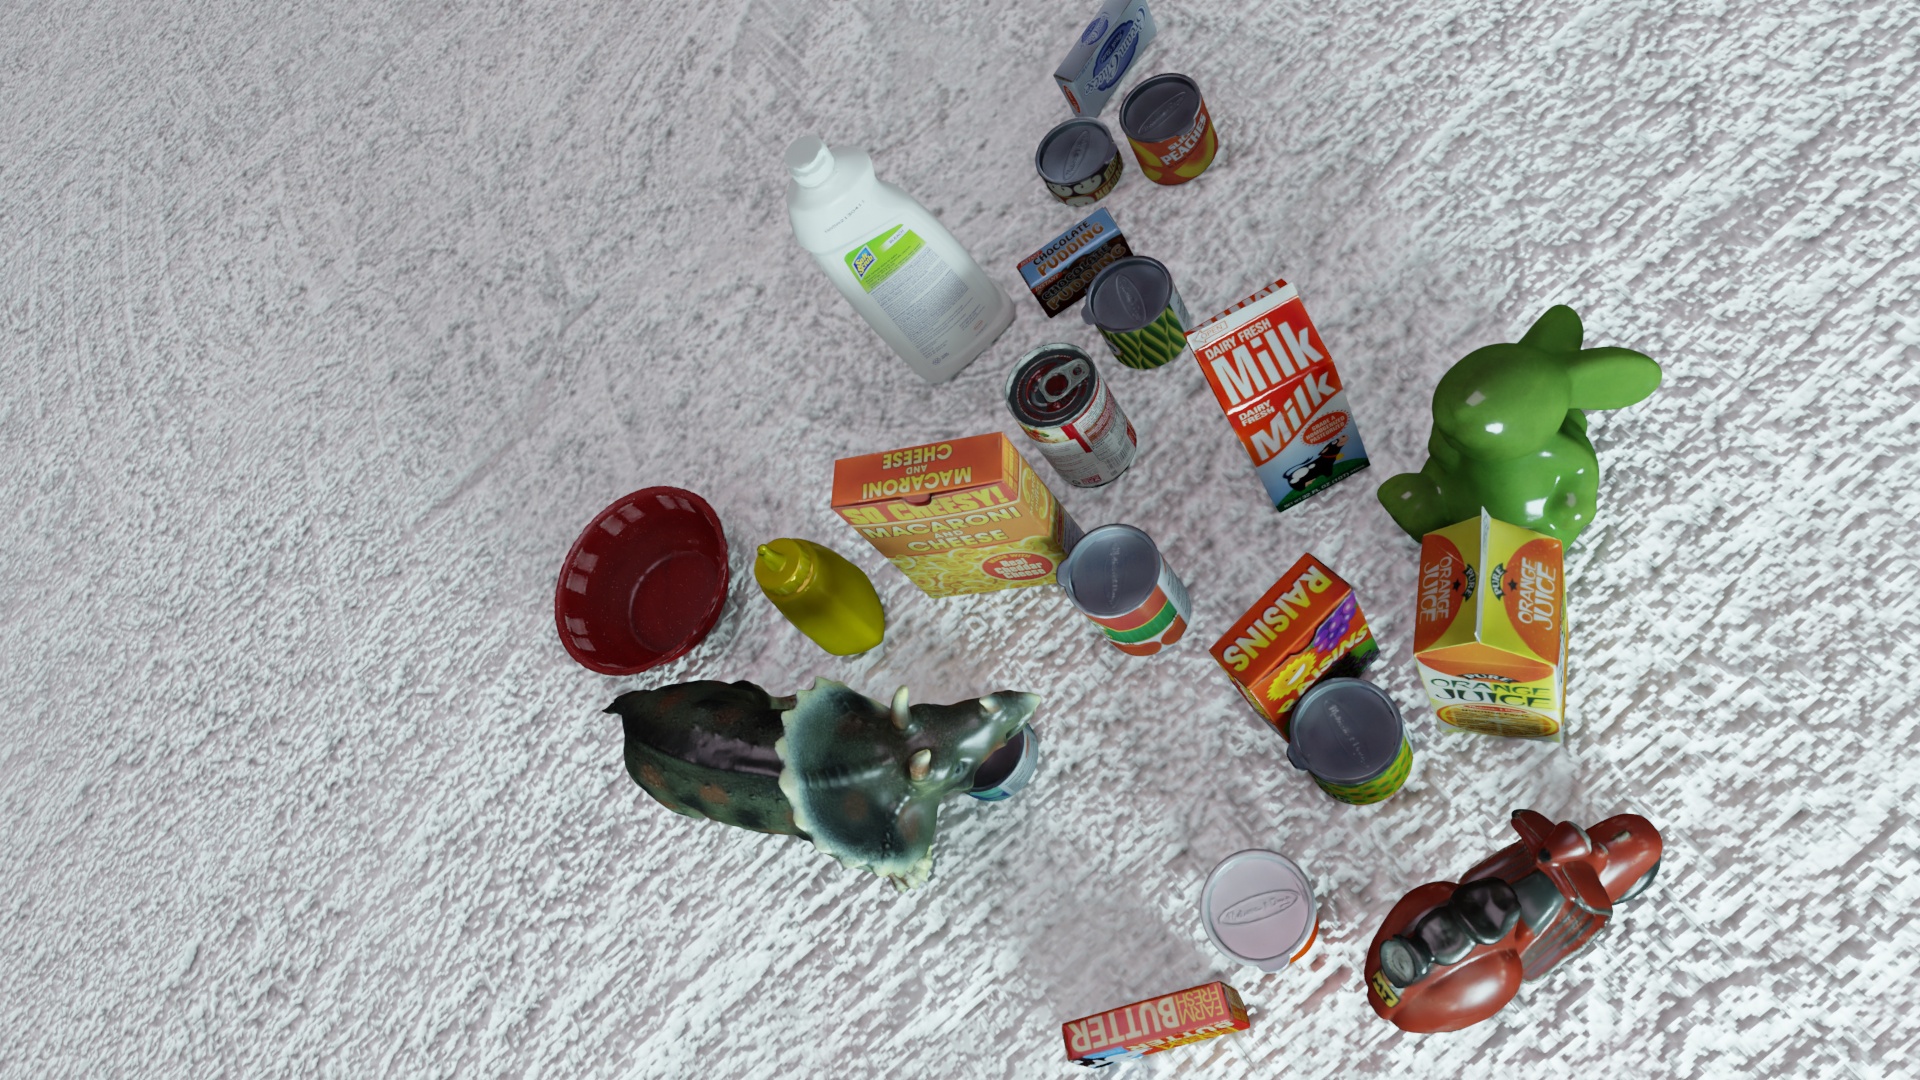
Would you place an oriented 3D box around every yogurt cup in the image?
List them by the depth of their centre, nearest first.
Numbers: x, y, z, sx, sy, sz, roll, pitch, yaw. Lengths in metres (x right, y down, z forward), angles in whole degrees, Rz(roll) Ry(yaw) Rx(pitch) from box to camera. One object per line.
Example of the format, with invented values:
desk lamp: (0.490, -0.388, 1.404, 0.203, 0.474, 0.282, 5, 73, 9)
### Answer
yogurt cup: (0.183, 0.223, 0.831, 0.072, 0.054, 0.072, -10, 63, 20)

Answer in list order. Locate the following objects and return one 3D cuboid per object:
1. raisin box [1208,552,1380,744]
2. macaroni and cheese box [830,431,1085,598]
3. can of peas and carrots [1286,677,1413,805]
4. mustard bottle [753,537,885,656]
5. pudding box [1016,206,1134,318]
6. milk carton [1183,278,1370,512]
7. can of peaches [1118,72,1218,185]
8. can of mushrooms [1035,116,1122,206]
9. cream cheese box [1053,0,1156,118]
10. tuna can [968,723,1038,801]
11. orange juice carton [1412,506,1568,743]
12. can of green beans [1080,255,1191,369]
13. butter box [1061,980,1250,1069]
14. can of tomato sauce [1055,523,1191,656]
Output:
raisin box: (0.207, 0.069, 0.852, 0.086, 0.123, 0.040, -44, 57, 0)
macaroni and cheese box: (0.003, -0.012, 0.959, 0.123, 0.166, 0.040, -8, 64, 21)
can of peas and carrots: (0.238, 0.125, 0.849, 0.071, 0.058, 0.071, -10, 63, 21)
mustard bottle: (-0.107, 0.033, 0.992, 0.049, 0.160, 0.065, -22, 60, 15)
pudding box: (0.091, -0.217, 1.086, 0.083, 0.049, 0.030, -32, 57, 8)
milk carton: (0.201, -0.099, 0.894, 0.072, 0.190, 0.074, -28, 58, 11)
can of peaches: (0.166, -0.322, 1.096, 0.071, 0.058, 0.071, -10, 63, 21)
can of mushrooms: (0.099, -0.309, 1.135, 0.071, 0.033, 0.071, -10, 63, 20)
cream cheese box: (0.122, -0.408, 1.160, 0.024, 0.053, 0.104, 30, 81, 32)
tuna can: (0.016, 0.144, 0.958, 0.071, 0.032, 0.071, -10, 63, 20)
orange juice carton: (0.298, 0.051, 0.777, 0.073, 0.192, 0.072, 2, 68, 26)
can of green beans: (0.134, -0.170, 1.038, 0.071, 0.057, 0.071, -10, 63, 21)
butter box: (0.117, 0.290, 0.830, 0.103, 0.053, 0.024, -21, 60, 15)
can of tomato sauce: (0.112, 0.036, 0.936, 0.071, 0.083, 0.071, -10, 63, 21)
